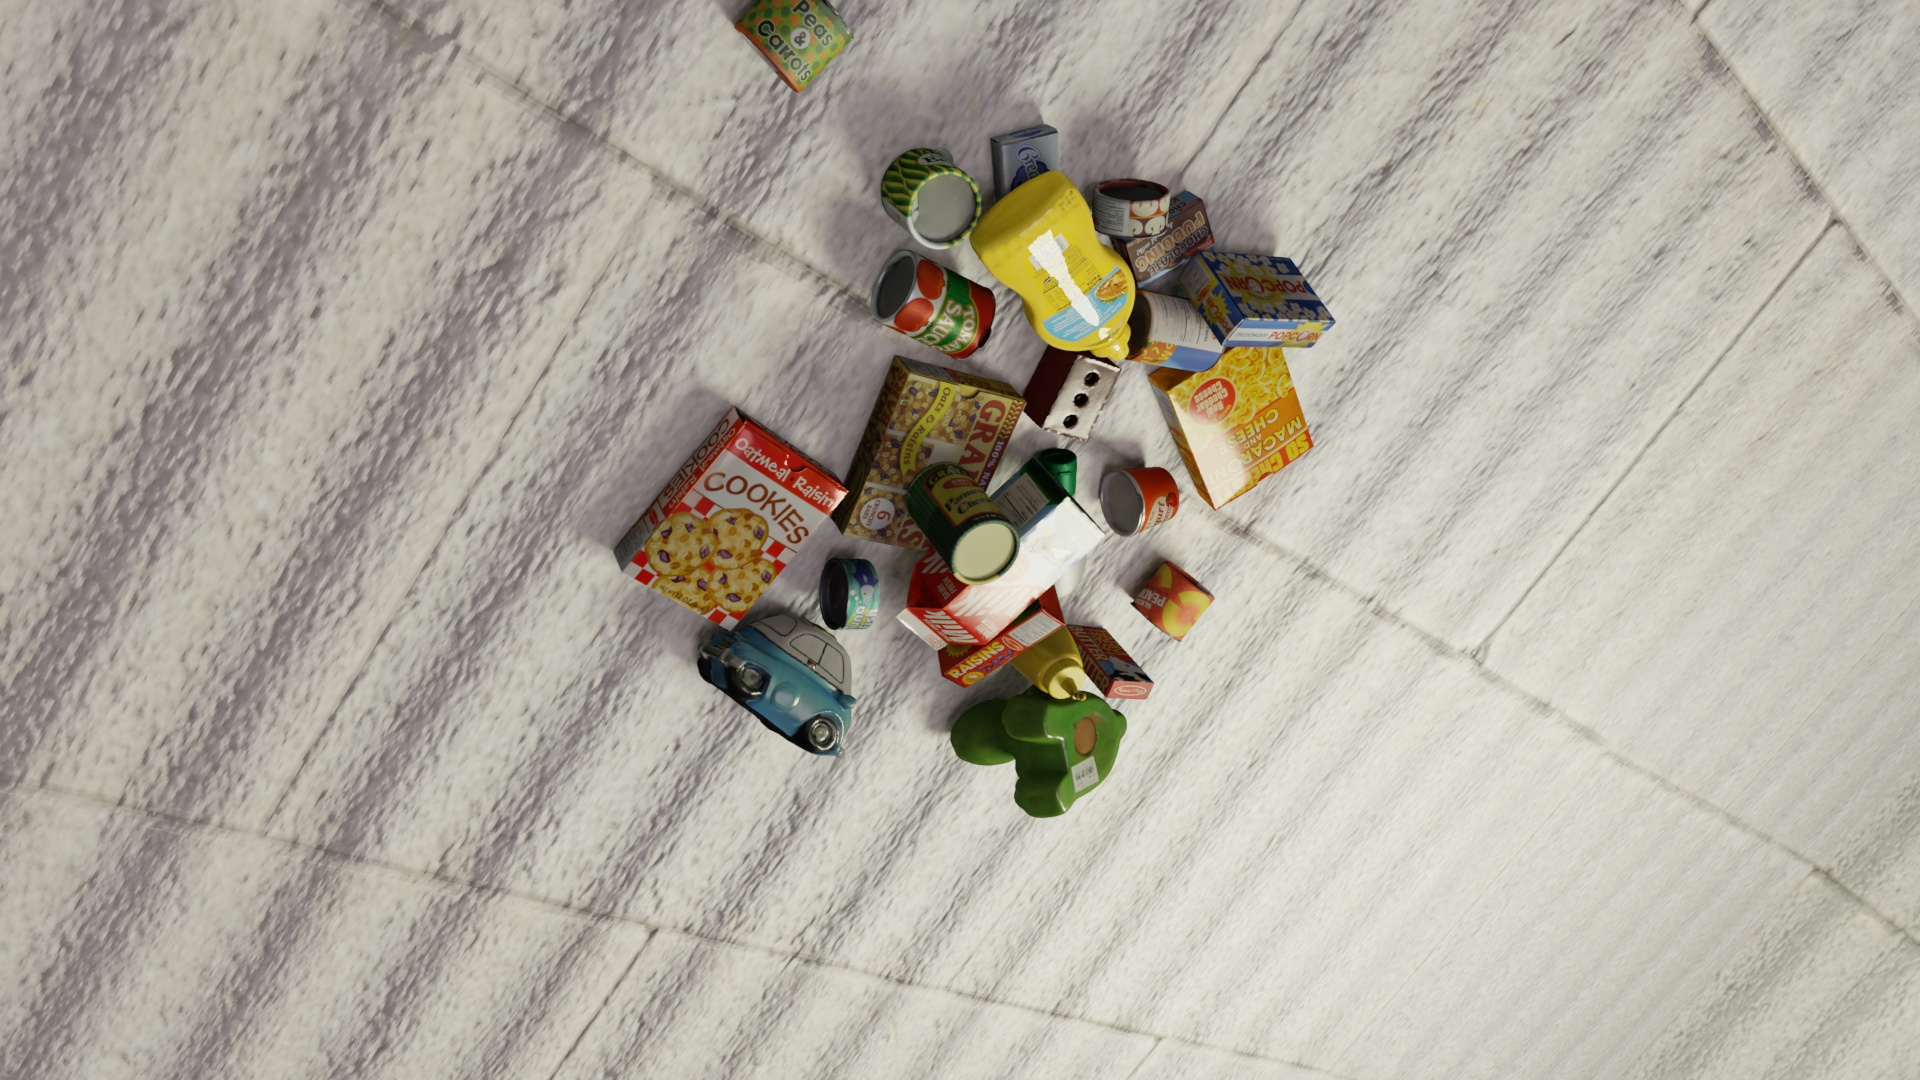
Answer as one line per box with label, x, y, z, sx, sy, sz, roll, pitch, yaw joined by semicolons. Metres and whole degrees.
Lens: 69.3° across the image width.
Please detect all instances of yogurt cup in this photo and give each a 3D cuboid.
yogurt cup;0.176;-0.041;1.355;0.054;0.072;0.072;-13;125;-29

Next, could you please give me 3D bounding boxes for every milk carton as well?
milk carton;0.030;0.023;1.263;0.190;0.074;0.072;-42;131;5

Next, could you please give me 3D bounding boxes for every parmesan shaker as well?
parmesan shaker;0.004;-0.015;1.206;0.071;0.103;0.071;-13;125;-20

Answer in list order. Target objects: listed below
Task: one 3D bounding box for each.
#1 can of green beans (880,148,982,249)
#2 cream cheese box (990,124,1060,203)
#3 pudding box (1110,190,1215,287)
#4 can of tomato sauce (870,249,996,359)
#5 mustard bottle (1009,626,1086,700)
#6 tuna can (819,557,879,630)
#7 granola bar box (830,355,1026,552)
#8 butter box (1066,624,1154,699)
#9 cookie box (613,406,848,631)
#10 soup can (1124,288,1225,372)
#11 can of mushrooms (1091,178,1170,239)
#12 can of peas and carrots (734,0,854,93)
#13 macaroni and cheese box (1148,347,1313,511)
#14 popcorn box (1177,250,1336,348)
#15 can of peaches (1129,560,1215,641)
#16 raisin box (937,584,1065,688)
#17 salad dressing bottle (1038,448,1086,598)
can of green beans;-0.023;-0.274;1.112;0.071;0.058;0.071;-13;124;-20
cream cheese box;0.057;-0.291;1.163;0.053;0.024;0.103;-18;126;-17
pudding box;0.180;-0.268;1.236;0.084;0.030;0.049;-30;129;-7
can of tomato sauce;-0.023;-0.194;1.154;0.083;0.071;0.071;20;109;-34
mustard bottle;0.080;0.108;1.336;0.065;0.161;0.048;-7;124;-21
tuna can;-0.101;0.051;1.266;0.033;0.071;0.070;2;118;-29
granola bar box;-0.029;-0.072;1.246;0.124;0.039;0.165;11;114;-32
butter box;0.148;0.124;1.417;0.053;0.104;0.024;7;116;-31
cookie box;-0.196;-0.016;1.196;0.167;0.040;0.123;-49;128;8
soup can;0.189;-0.190;1.268;0.084;0.071;0.071;5;117;-28
can of mushrooms;0.147;-0.284;1.187;0.071;0.071;0.033;-12;123;-20
can of peas and carrots;-0.119;-0.365;0.998;0.058;0.071;0.071;-44;129;5
macaroni and cheese box;0.268;-0.125;1.363;0.124;0.040;0.165;-33;128;-3
popcorn box;0.268;-0.218;1.260;0.127;0.085;0.038;-5;146;-37
can of peaches;0.220;0.061;1.438;0.071;0.071;0.058;29;103;-37
raisin box;0.033;0.072;1.315;0.123;0.086;0.040;-35;134;23
salad dressing bottle;0.092;-0.016;1.340;0.064;0.044;0.146;-8;121;-15
